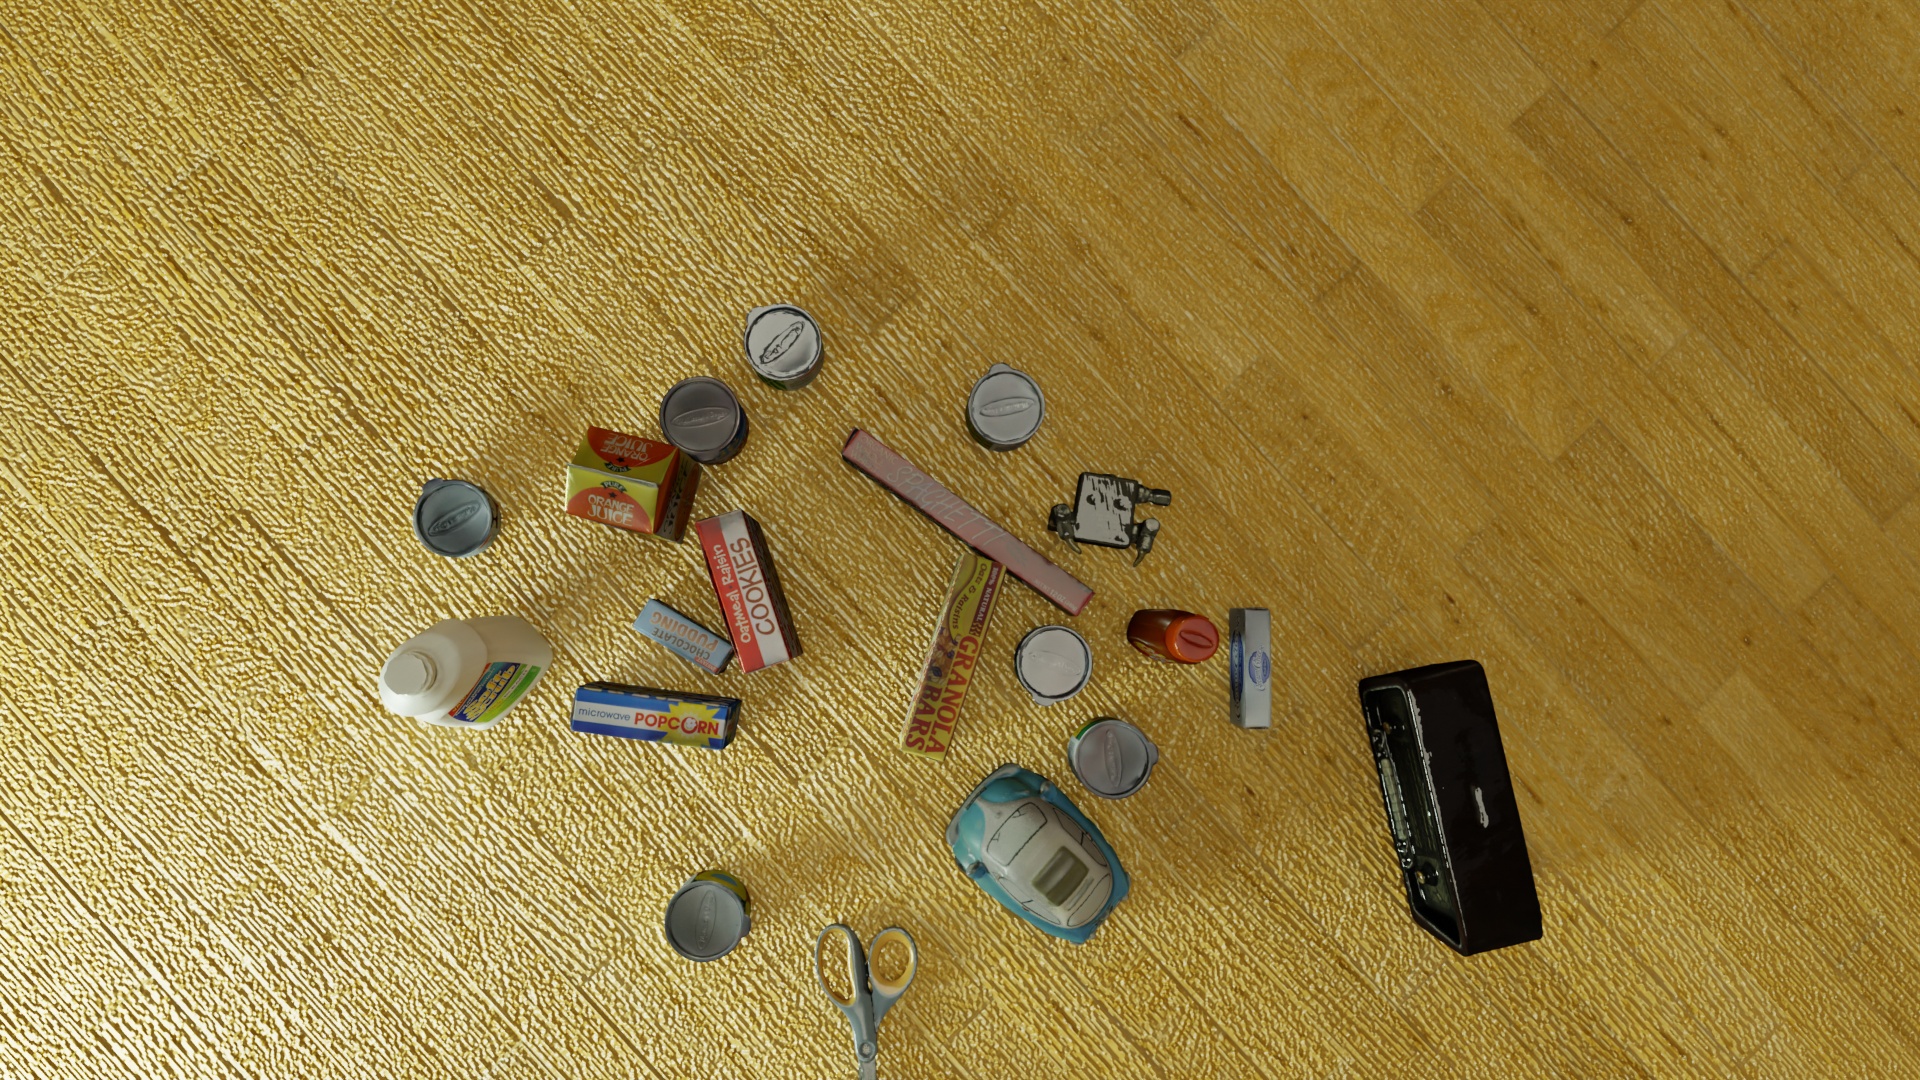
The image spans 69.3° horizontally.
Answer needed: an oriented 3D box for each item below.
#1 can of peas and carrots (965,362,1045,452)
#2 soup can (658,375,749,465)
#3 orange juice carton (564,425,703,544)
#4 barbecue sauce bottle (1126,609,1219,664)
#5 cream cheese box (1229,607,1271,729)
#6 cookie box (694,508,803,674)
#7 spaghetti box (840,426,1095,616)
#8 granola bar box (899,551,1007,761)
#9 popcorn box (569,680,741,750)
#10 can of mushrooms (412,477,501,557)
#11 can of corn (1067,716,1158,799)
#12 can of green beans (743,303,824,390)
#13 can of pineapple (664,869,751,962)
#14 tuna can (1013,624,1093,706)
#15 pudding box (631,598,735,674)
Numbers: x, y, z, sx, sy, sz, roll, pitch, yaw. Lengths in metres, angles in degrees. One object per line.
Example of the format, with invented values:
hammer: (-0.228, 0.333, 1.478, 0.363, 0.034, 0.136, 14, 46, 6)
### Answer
can of peas and carrots: (0.037, -0.114, 1.204, 0.071, 0.058, 0.071, 0, 86, -3)
soup can: (-0.215, -0.097, 1.176, 0.071, 0.083, 0.071, 0, 87, -3)
orange juice carton: (-0.262, -0.044, 1.116, 0.072, 0.192, 0.073, 15, 86, -2)
barbecue sauce bottle: (0.181, 0.080, 1.153, 0.065, 0.148, 0.043, 21, 86, -2)
cream cheese box: (0.251, 0.110, 1.203, 0.024, 0.053, 0.104, 1, 86, -3)
cookie box: (-0.170, 0.043, 1.127, 0.040, 0.167, 0.123, -19, 88, -4)
spaghetti box: (0.004, -0.015, 1.200, 0.250, 0.050, 0.029, 35, 86, 0)
granola bar box: (-0.007, 0.095, 1.154, 0.039, 0.124, 0.165, 18, 86, -2)
popcorn box: (-0.252, 0.145, 1.157, 0.127, 0.085, 0.038, 8, 86, -3)
can of mushrooms: (-0.430, -0.020, 1.185, 0.071, 0.033, 0.071, 0, 86, -3)
can of corn: (0.129, 0.185, 1.189, 0.071, 0.058, 0.071, 0, 86, -3)
can of green beans: (-0.151, -0.166, 1.198, 0.071, 0.058, 0.071, 0, 86, -3)
can of pineapple: (-0.209, 0.314, 1.162, 0.071, 0.058, 0.071, 0, 86, -3)
tuna can: (0.079, 0.108, 1.204, 0.071, 0.033, 0.071, 0, 86, -3)
pudding box: (-0.233, 0.082, 1.180, 0.084, 0.049, 0.030, 31, 86, -1)
